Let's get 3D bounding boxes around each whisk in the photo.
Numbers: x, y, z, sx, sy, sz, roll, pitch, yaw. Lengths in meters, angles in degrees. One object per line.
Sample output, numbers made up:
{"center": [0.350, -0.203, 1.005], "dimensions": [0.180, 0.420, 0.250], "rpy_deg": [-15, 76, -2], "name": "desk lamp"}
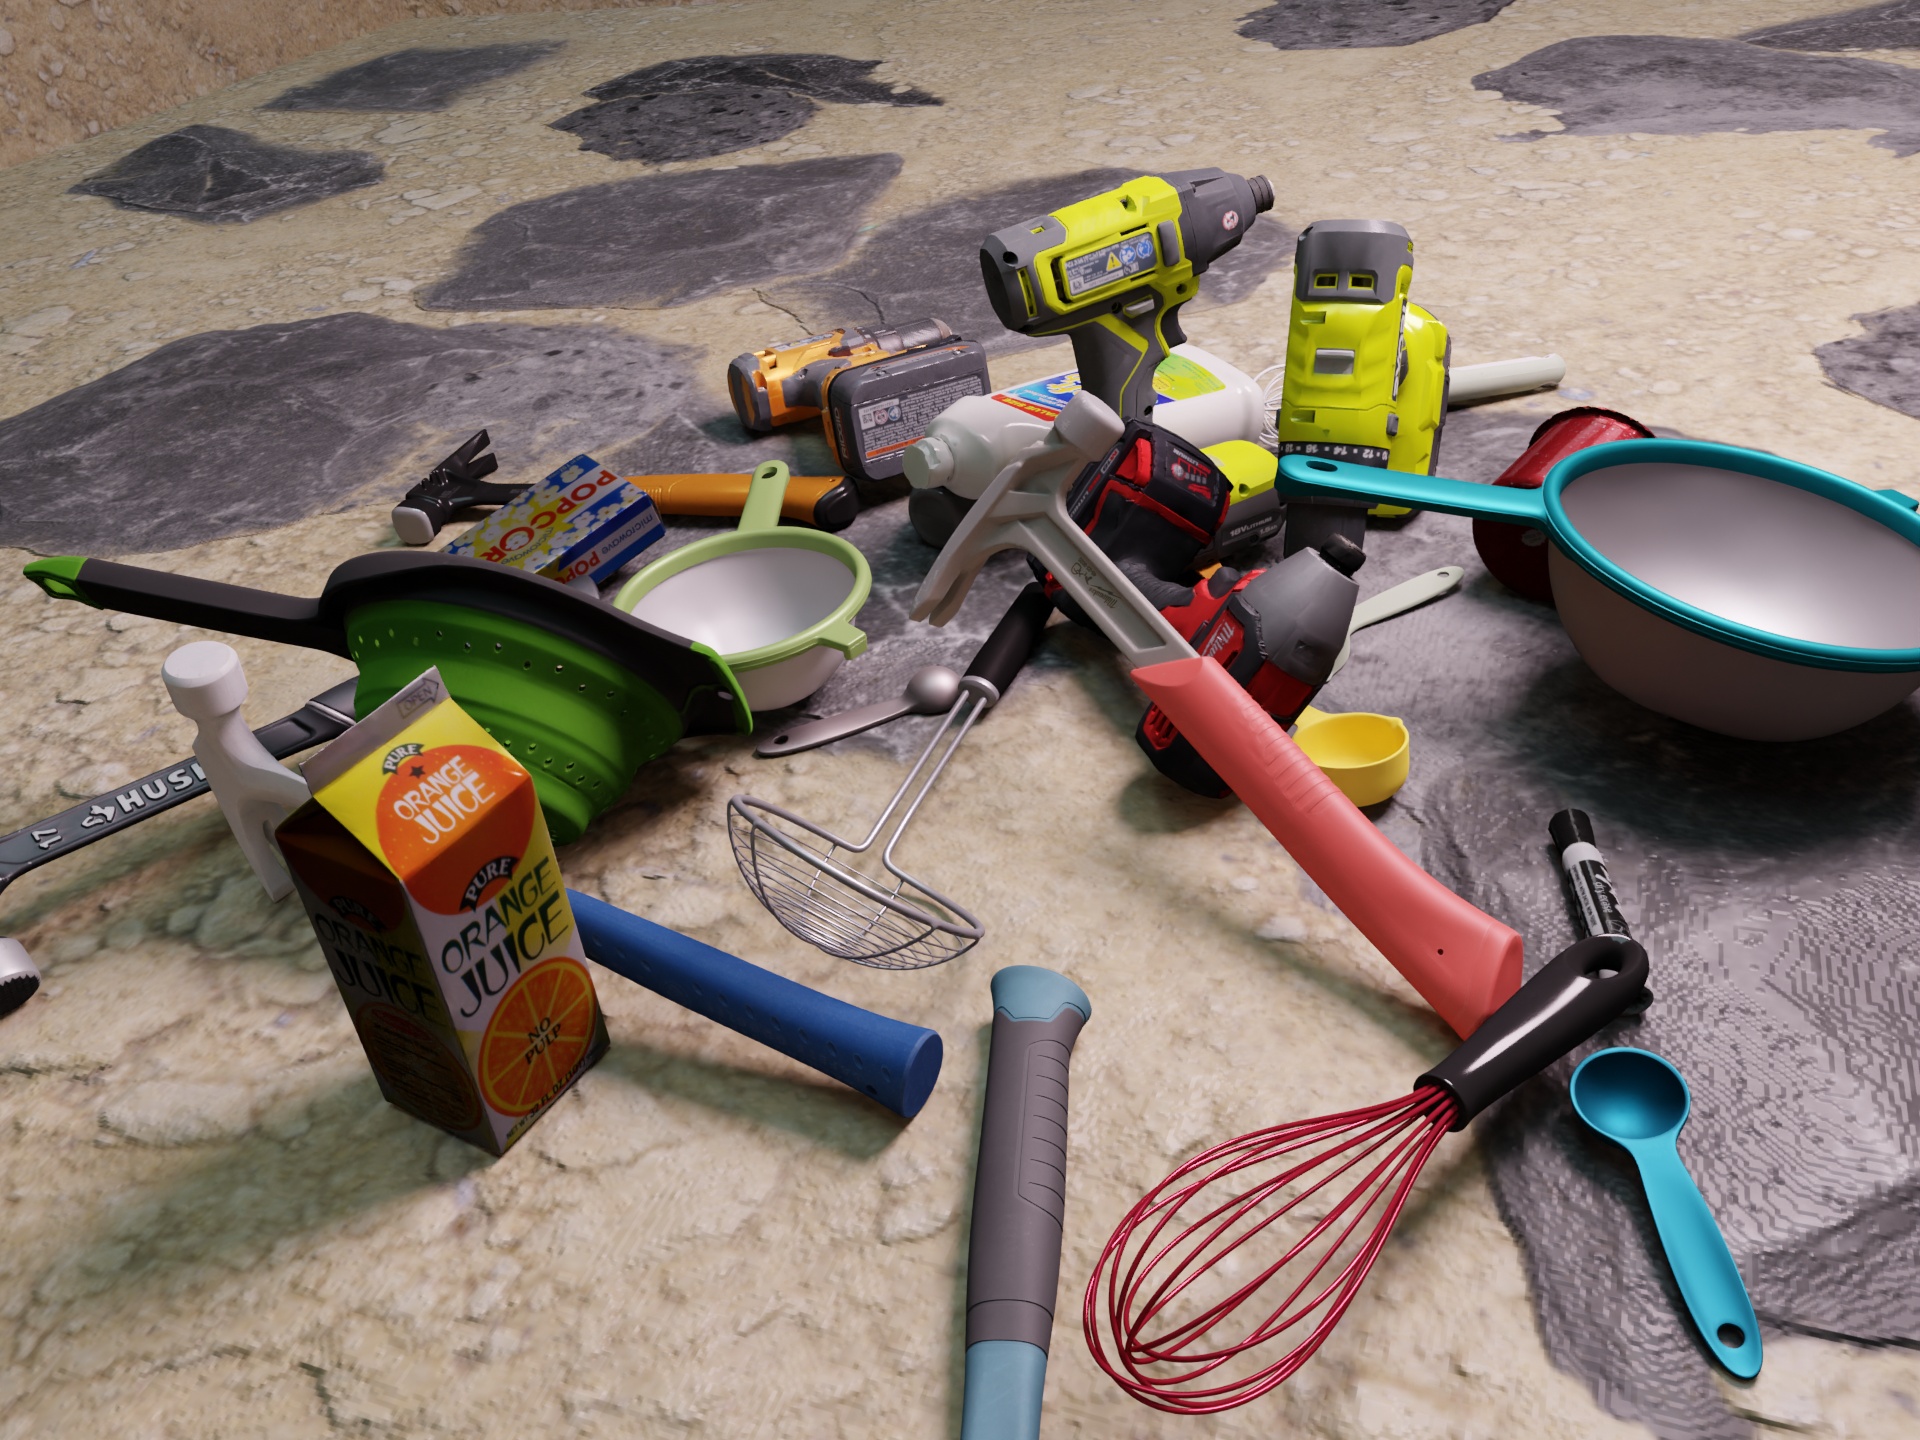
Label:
{"center": [0.158, 0.145, 0.564], "dimensions": [0.296, 0.073, 0.073], "rpy_deg": [-25, 37, -32], "name": "whisk"}
{"center": [0.316, -0.235, 1.127], "dimensions": [0.246, 0.059, 0.058], "rpy_deg": [-10, 6, -11], "name": "whisk"}

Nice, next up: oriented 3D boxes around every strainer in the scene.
{"center": [0.323, -0.066, 0.804], "dimensions": [0.340, 0.095, 0.211], "rpy_deg": [11, 36, 8], "name": "strainer"}
{"center": [-0.121, -0.077, 0.960], "dimensions": [0.151, 0.069, 0.257], "rpy_deg": [-7, 33, 5], "name": "strainer"}

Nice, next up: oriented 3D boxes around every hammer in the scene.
{"center": [-0.372, 0.004, 0.886], "dimensions": [0.409, 0.036, 0.149], "rpy_deg": [-31, 71, -37], "name": "hammer"}
{"center": [-0.192, 0.084, 0.718], "dimensions": [0.406, 0.144, 0.035], "rpy_deg": [20, 44, 21], "name": "hammer"}
{"center": [-0.231, -0.165, 1.142], "dimensions": [0.337, 0.034, 0.127], "rpy_deg": [4, 37, 16], "name": "hammer"}
{"center": [0.018, 0.208, 0.549], "dimensions": [0.128, 0.033, 0.331], "rpy_deg": [-1, 34, 8], "name": "hammer"}
{"center": [0.114, 0.007, 0.734], "dimensions": [0.036, 0.149, 0.359], "rpy_deg": [10, 34, -52], "name": "hammer"}

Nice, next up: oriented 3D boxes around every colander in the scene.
{"center": [-0.311, -0.011, 0.815], "dimensions": [0.397, 0.204, 0.095], "rpy_deg": [10, 68, 8], "name": "colander"}

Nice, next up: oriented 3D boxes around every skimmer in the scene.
{"center": [-0.001, -0.003, 0.809], "dimensions": [0.127, 0.090, 0.363], "rpy_deg": [28, 40, 4], "name": "skimmer"}

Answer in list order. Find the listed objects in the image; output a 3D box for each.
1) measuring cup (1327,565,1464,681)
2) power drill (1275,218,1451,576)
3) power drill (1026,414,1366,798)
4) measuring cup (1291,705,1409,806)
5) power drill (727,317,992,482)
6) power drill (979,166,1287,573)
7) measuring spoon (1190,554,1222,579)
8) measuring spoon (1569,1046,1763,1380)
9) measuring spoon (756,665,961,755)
{"center": [0.221, -0.071, 0.908], "dimensions": [0.167, 0.038, 0.083], "rpy_deg": [-22, 37, -17], "name": "measuring cup"}
{"center": [0.231, -0.174, 0.926], "dimensions": [0.080, 0.190, 0.228], "rpy_deg": [7, 8, 21], "name": "power drill"}
{"center": [0.125, -0.070, 0.842], "dimensions": [0.078, 0.143, 0.220], "rpy_deg": [25, 21, -29], "name": "power drill"}
{"center": [0.173, 0.006, 0.828], "dimensions": [0.062, 0.029, 0.157], "rpy_deg": [-20, 24, -17], "name": "measuring cup"}
{"center": [-0.054, -0.252, 1.189], "dimensions": [0.185, 0.084, 0.226], "rpy_deg": [-20, 28, -21], "name": "power drill"}
{"center": [0.120, -0.206, 0.947], "dimensions": [0.171, 0.223, 0.080], "rpy_deg": [-21, 32, -6], "name": "power drill"}
{"center": [0.149, -0.101, 0.996], "dimensions": [0.021, 0.011, 0.117], "rpy_deg": [-18, 31, -2], "name": "measuring spoon"}
{"center": [0.254, 0.176, 0.569], "dimensions": [0.042, 0.021, 0.129], "rpy_deg": [-12, 43, 7], "name": "measuring spoon"}
{"center": [-0.056, -0.007, 0.888], "dimensions": [0.124, 0.018, 0.034], "rpy_deg": [-19, 36, -15], "name": "measuring spoon"}
